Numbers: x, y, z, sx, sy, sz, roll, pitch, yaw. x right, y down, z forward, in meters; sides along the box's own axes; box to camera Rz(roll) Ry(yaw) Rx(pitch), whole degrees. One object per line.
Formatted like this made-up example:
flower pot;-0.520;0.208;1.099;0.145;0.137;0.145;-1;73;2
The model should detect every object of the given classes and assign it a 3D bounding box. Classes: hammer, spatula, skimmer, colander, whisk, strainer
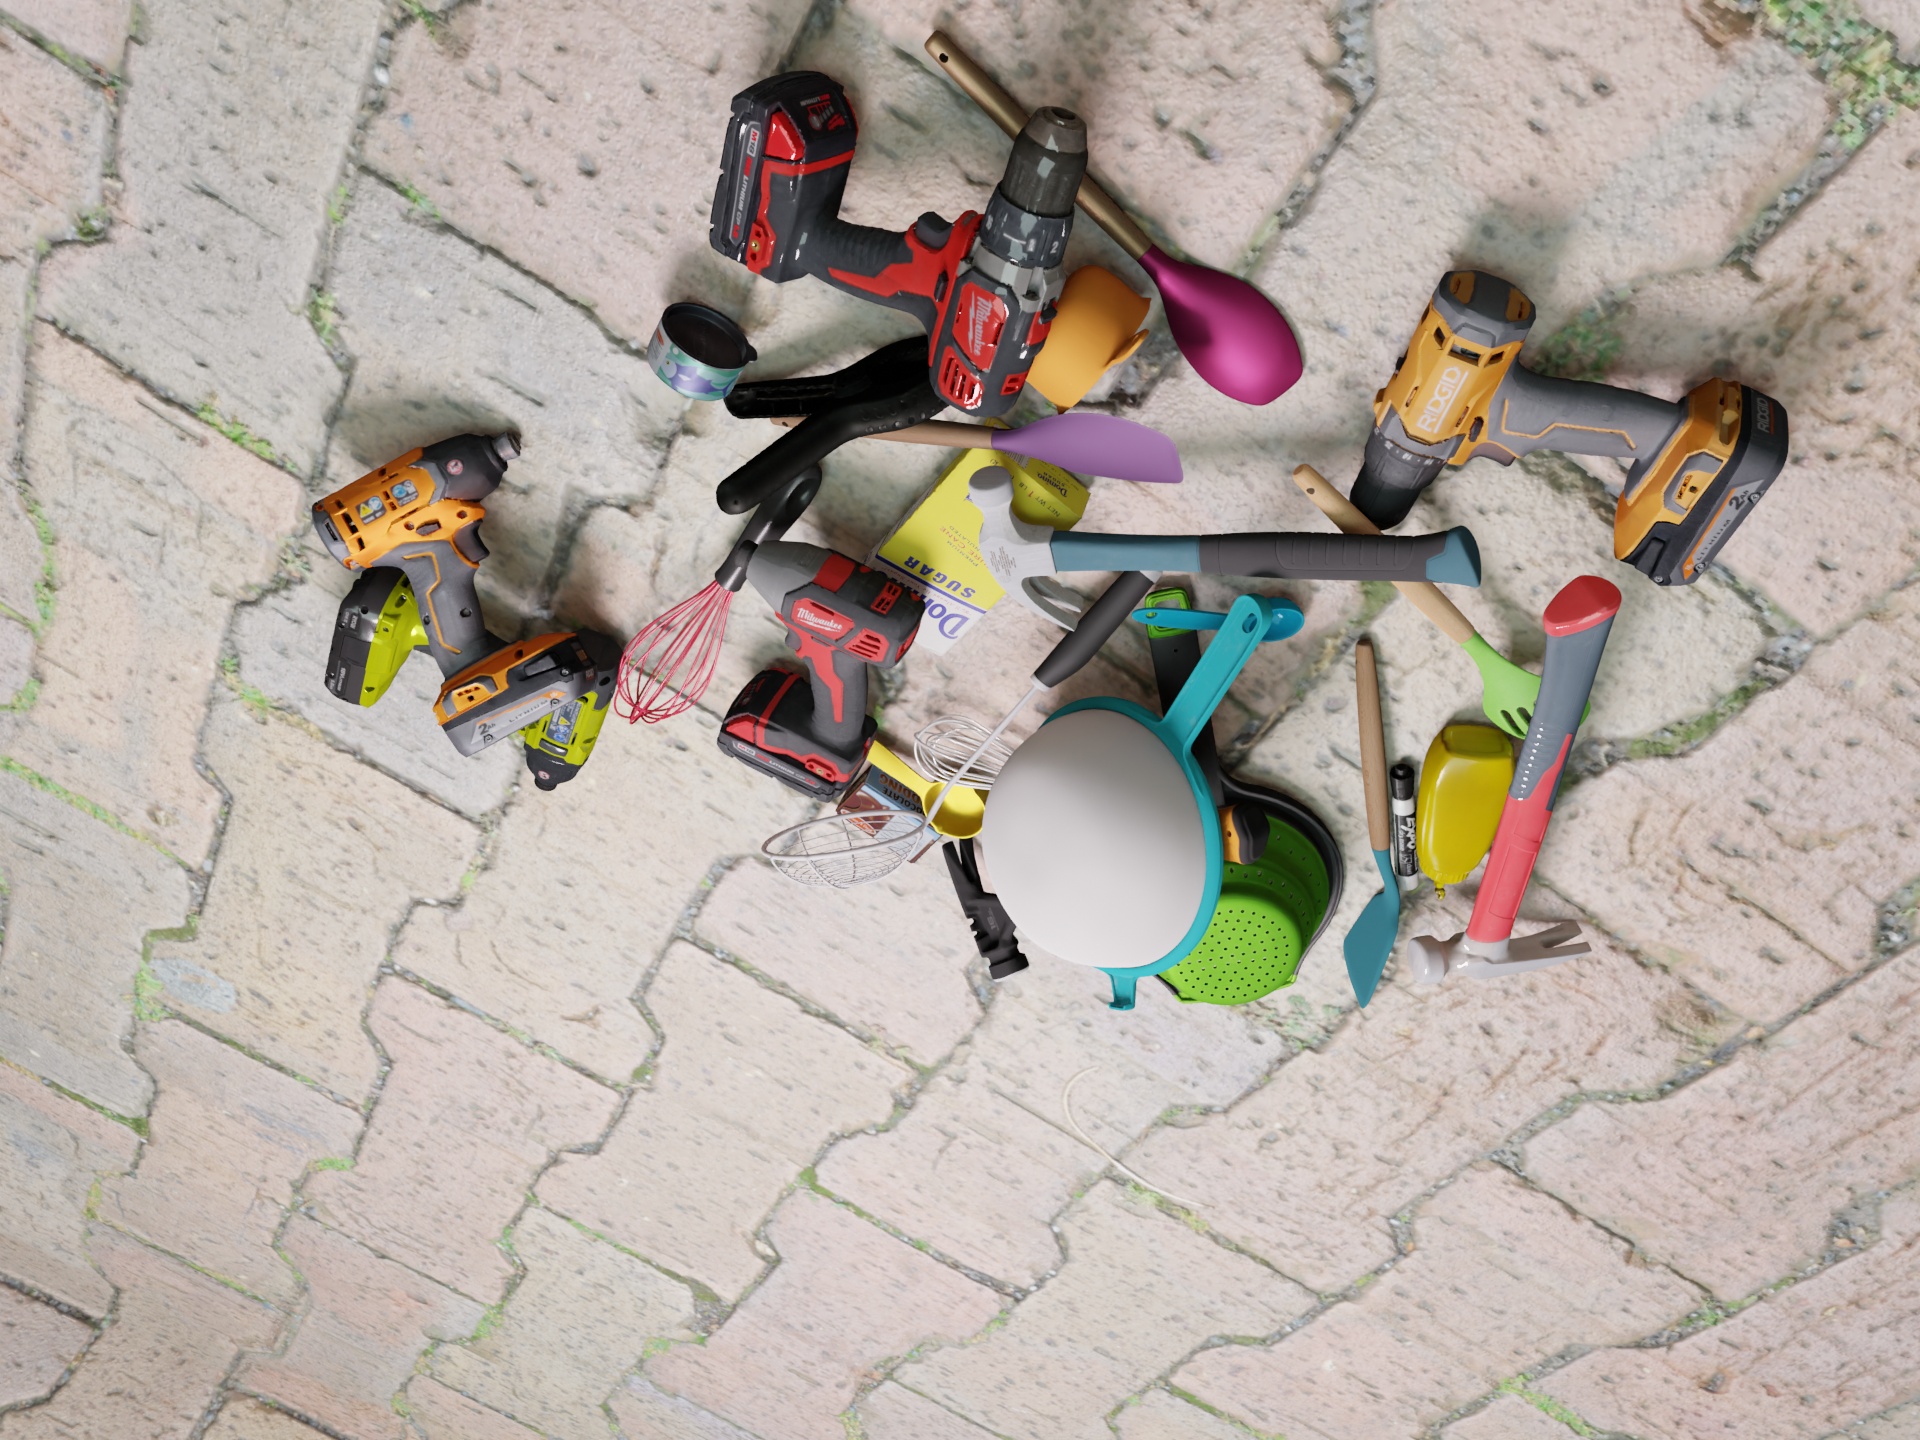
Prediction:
hammer;0.174;-0.112;1.060;0.331;0.033;0.128;3;139;18
spatula;0.314;0.079;1.234;0.044;0.082;0.317;-9;120;6
skimmer;-0.002;-0.004;1.191;0.090;0.127;0.363;42;103;-1
colander;0.192;0.089;1.228;0.204;0.095;0.396;-11;119;7
whisk;0.077;0.055;1.289;0.246;0.059;0.058;20;103;-5
hammer;0.108;0.114;1.236;0.337;0.034;0.127;-27;83;50
hammer;0.422;0.054;1.136;0.143;0.038;0.385;-8;134;-6
whisk;-0.190;-0.096;1.240;0.073;0.073;0.295;34;123;-12
strainer;0.106;0.046;1.120;0.211;0.095;0.340;53;133;30
spatula;0.001;-0.194;1.073;0.316;0.018;0.059;11;149;29

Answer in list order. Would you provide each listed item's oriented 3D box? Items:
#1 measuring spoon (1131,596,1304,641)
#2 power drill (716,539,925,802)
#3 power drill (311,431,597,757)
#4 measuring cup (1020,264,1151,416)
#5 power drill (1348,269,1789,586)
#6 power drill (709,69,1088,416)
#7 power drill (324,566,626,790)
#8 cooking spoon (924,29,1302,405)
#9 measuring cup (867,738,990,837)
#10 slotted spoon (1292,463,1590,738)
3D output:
measuring spoon;0.184;-0.079;1.144;0.128;0.021;0.042;3;148;-11
power drill;-0.116;-0.045;1.214;0.143;0.079;0.219;26;141;4
power drill;-0.373;-0.105;1.228;0.164;0.084;0.226;-28;96;3
measuring cup;0.078;-0.242;0.978;0.052;0.174;0.095;37;94;-10
power drill;0.370;-0.165;1.006;0.226;0.084;0.185;22;138;4
power drill;-0.033;-0.311;0.959;0.227;0.080;0.187;34;132;15
power drill;-0.409;-0.034;1.343;0.223;0.080;0.171;24;129;-8
cooking spoon;0.098;-0.314;1.005;0.318;0.017;0.068;40;128;-17
measuring cup;-0.040;0.039;1.330;0.156;0.029;0.062;36;128;2
slotted spoon;0.329;-0.073;1.091;0.313;0.031;0.070;38;142;-25
